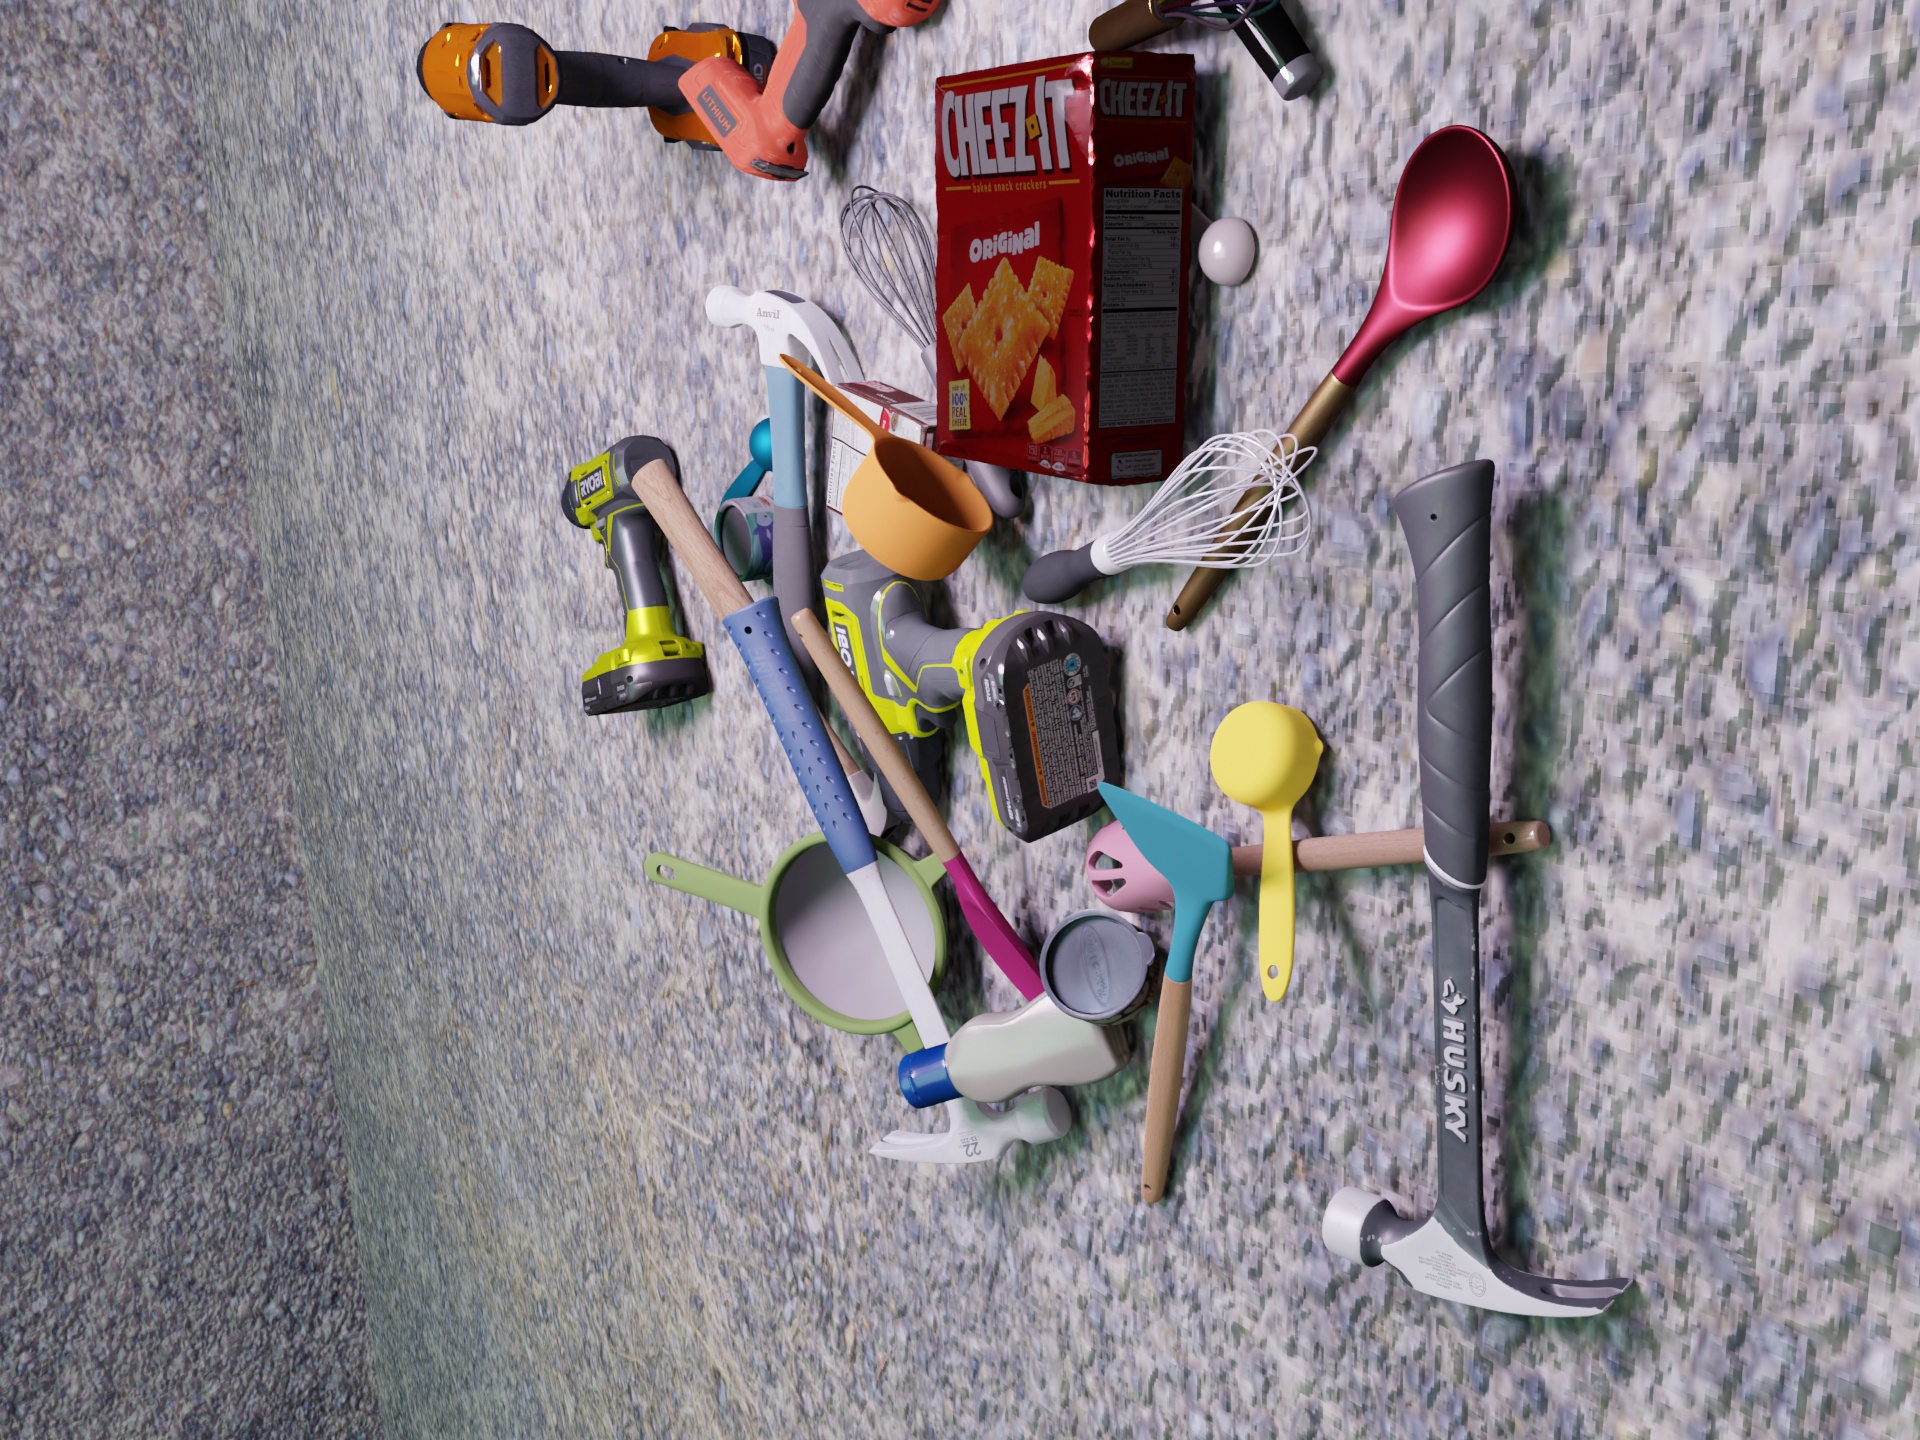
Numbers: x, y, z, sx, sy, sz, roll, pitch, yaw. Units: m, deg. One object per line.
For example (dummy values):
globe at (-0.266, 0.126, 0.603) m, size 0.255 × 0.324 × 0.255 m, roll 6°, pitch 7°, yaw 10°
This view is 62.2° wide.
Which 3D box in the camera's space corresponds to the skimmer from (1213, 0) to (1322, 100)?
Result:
skimmer at (0.093, -0.464, 0.792) m, size 0.127 × 0.090 × 0.363 m, roll -39°, pitch 78°, yaw 49°

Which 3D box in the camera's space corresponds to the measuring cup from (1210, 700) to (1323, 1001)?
measuring cup at (0.154, 0.064, 0.814) m, size 0.062 × 0.029 × 0.157 m, roll -18°, pitch 62°, yaw 47°

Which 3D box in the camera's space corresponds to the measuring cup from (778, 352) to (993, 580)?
measuring cup at (-0.060, -0.154, 0.981) m, size 0.174 × 0.095 × 0.052 m, roll 42°, pitch 118°, yaw 10°

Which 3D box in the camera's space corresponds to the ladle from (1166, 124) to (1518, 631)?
ladle at (0.174, -0.147, 0.774) m, size 0.069 × 0.031 × 0.315 m, roll 62°, pitch 144°, yaw 27°

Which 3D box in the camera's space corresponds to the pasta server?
pasta server at (0.172, 0.071, 0.845) m, size 0.316 × 0.040 × 0.060 m, roll -12°, pitch 90°, yaw 51°

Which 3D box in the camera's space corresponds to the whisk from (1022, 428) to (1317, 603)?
whisk at (0.097, -0.096, 0.849) m, size 0.284 × 0.070 × 0.070 m, roll -16°, pitch 87°, yaw 67°

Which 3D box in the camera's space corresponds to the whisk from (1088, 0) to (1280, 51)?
whisk at (0.101, -0.337, 0.736) m, size 0.051 × 0.047 × 0.245 m, roll 60°, pitch 176°, yaw -19°

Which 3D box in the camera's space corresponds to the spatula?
spatula at (0.114, 0.168, 0.902) m, size 0.082 × 0.044 × 0.317 m, roll 25°, pitch 130°, yaw 33°

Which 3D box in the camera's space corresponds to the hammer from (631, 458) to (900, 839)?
hammer at (-0.145, -0.052, 1.180) m, size 0.130 × 0.031 × 0.331 m, roll -38°, pitch 83°, yaw 43°

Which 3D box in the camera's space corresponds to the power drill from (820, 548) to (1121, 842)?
power drill at (-0.002, -0.003, 1.017) m, size 0.229 × 0.080 × 0.190 m, roll 20°, pitch 126°, yaw 53°

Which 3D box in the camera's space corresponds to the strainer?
strainer at (-0.111, 0.132, 1.164) m, size 0.256 × 0.069 × 0.151 m, roll 14°, pitch 106°, yaw 25°

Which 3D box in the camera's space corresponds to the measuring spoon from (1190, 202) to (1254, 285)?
measuring spoon at (0.109, -0.267, 0.836) m, size 0.124 × 0.018 × 0.034 m, roll 50°, pitch 137°, yaw 35°

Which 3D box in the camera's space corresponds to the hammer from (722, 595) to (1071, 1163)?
hammer at (-0.067, 0.112, 1.079) m, size 0.144 × 0.035 × 0.405 m, roll -24°, pitch 89°, yaw 28°

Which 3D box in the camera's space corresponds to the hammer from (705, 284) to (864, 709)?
hammer at (-0.125, -0.146, 1.171) m, size 0.128 × 0.033 × 0.330 m, roll 17°, pitch 118°, yaw 36°

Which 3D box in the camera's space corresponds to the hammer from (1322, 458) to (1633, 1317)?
hammer at (0.230, 0.086, 0.728) m, size 0.149 × 0.036 × 0.408 m, roll 9°, pitch 110°, yaw 45°

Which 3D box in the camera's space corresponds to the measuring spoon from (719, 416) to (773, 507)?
measuring spoon at (-0.170, -0.192, 1.245) m, size 0.128 × 0.021 × 0.042 m, roll -39°, pitch 68°, yaw 51°

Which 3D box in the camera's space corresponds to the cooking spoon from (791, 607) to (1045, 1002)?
cooking spoon at (-0.018, 0.065, 1.011) m, size 0.318 × 0.017 × 0.069 m, roll 58°, pitch 161°, yaw -15°

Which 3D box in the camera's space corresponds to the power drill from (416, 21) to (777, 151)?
power drill at (-0.262, -0.451, 1.118) m, size 0.164 × 0.226 × 0.084 m, roll 29°, pitch 122°, yaw 47°

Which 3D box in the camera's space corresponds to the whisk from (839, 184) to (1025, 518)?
whisk at (-0.015, -0.232, 0.996) m, size 0.055 × 0.055 × 0.239 m, roll -38°, pitch 74°, yaw 52°

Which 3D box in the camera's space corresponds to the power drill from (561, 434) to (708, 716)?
power drill at (-0.296, -0.122, 1.401) m, size 0.171 × 0.080 × 0.223 m, roll -12°, pitch 86°, yaw 54°
